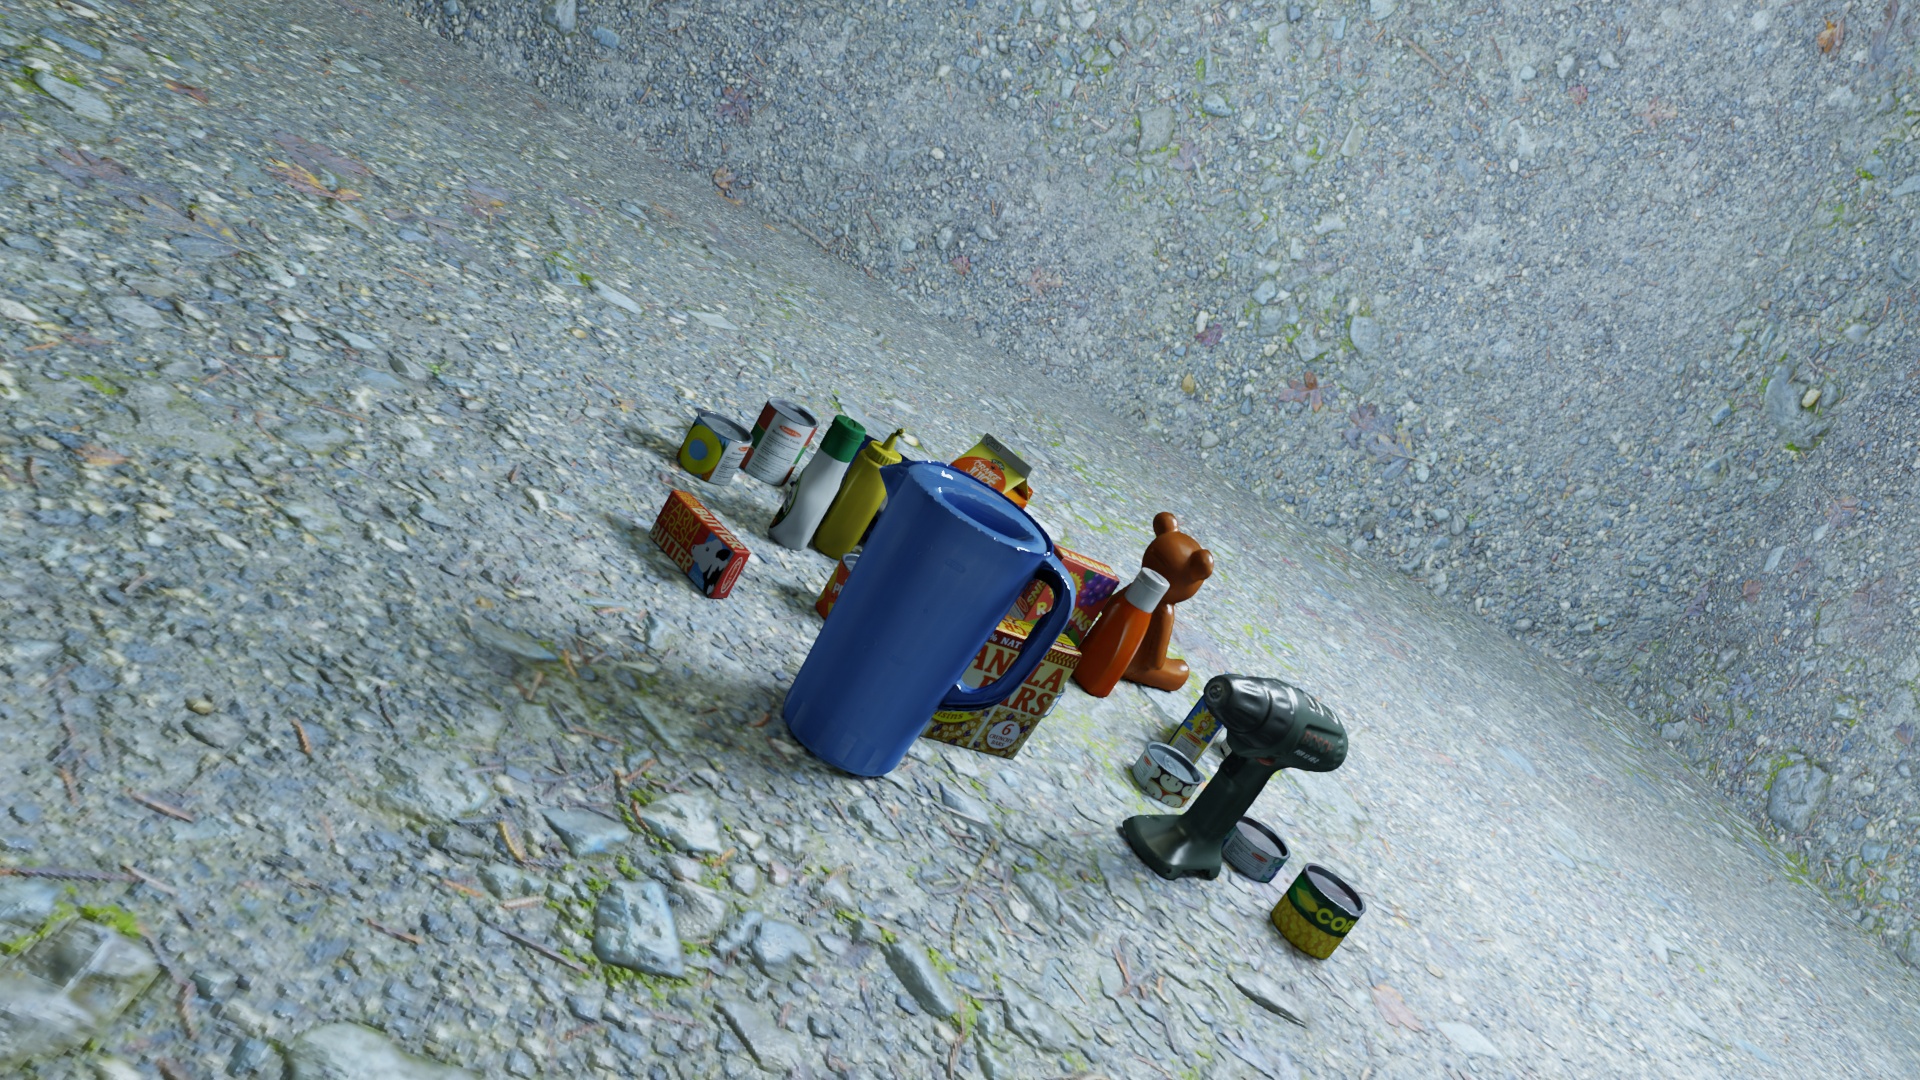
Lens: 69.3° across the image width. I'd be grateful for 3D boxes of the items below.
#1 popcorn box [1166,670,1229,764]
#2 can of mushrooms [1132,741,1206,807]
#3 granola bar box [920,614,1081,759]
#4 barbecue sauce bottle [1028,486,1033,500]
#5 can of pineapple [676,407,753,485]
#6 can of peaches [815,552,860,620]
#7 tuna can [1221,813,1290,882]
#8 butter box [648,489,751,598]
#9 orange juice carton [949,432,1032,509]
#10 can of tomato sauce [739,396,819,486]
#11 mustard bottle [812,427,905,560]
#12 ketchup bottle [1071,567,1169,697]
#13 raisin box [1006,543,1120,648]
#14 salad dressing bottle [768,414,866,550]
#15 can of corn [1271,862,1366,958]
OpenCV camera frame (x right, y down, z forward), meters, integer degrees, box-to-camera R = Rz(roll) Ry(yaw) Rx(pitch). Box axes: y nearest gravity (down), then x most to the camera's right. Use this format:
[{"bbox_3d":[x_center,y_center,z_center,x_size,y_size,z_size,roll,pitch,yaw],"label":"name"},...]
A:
[{"bbox_3d":[0.275,0.199,1.545,0.038,0.085,0.127,36,17,14],"label":"popcorn box"},{"bbox_3d":[0.212,0.239,1.411,0.071,0.033,0.071,28,17,-9],"label":"can of mushrooms"},{"bbox_3d":[0.010,0.122,1.238,0.165,0.124,0.039,20,19,-33],"label":"granola bar box"},{"bbox_3d":[0.031,-0.003,1.592,0.065,0.148,0.044,17,21,-40],"label":"barbecue sauce bottle"},{"bbox_3d":[-0.269,-0.102,1.512,0.071,0.057,0.071,29,17,-9],"label":"can of pineapple"},{"bbox_3d":[-0.101,0.054,1.355,0.071,0.058,0.071,29,17,-9],"label":"can of peaches"},{"bbox_3d":[0.288,0.301,1.366,0.071,0.032,0.071,28,17,-9],"label":"tuna can"},{"bbox_3d":[-0.240,0.003,1.271,0.104,0.053,0.024,41,19,30],"label":"butter box"},{"bbox_3d":[0.005,-0.019,1.516,0.072,0.192,0.073,39,18,26],"label":"orange juice carton"},{"bbox_3d":[-0.212,-0.115,1.606,0.071,0.083,0.071,29,16,-9],"label":"can of tomato sauce"},{"bbox_3d":[-0.104,-0.057,1.491,0.049,0.159,0.065,29,16,-8],"label":"mustard bottle"},{"bbox_3d":[0.178,0.100,1.551,0.043,0.148,0.065,20,20,-34],"label":"ketchup bottle"},{"bbox_3d":[0.109,0.073,1.552,0.086,0.123,0.040,22,18,-29],"label":"raisin box"},{"bbox_3d":[-0.148,-0.061,1.447,0.044,0.147,0.064,28,16,-11],"label":"salad dressing bottle"},{"bbox_3d":[0.330,0.342,1.277,0.071,0.058,0.071,29,17,-9],"label":"can of corn"}]
